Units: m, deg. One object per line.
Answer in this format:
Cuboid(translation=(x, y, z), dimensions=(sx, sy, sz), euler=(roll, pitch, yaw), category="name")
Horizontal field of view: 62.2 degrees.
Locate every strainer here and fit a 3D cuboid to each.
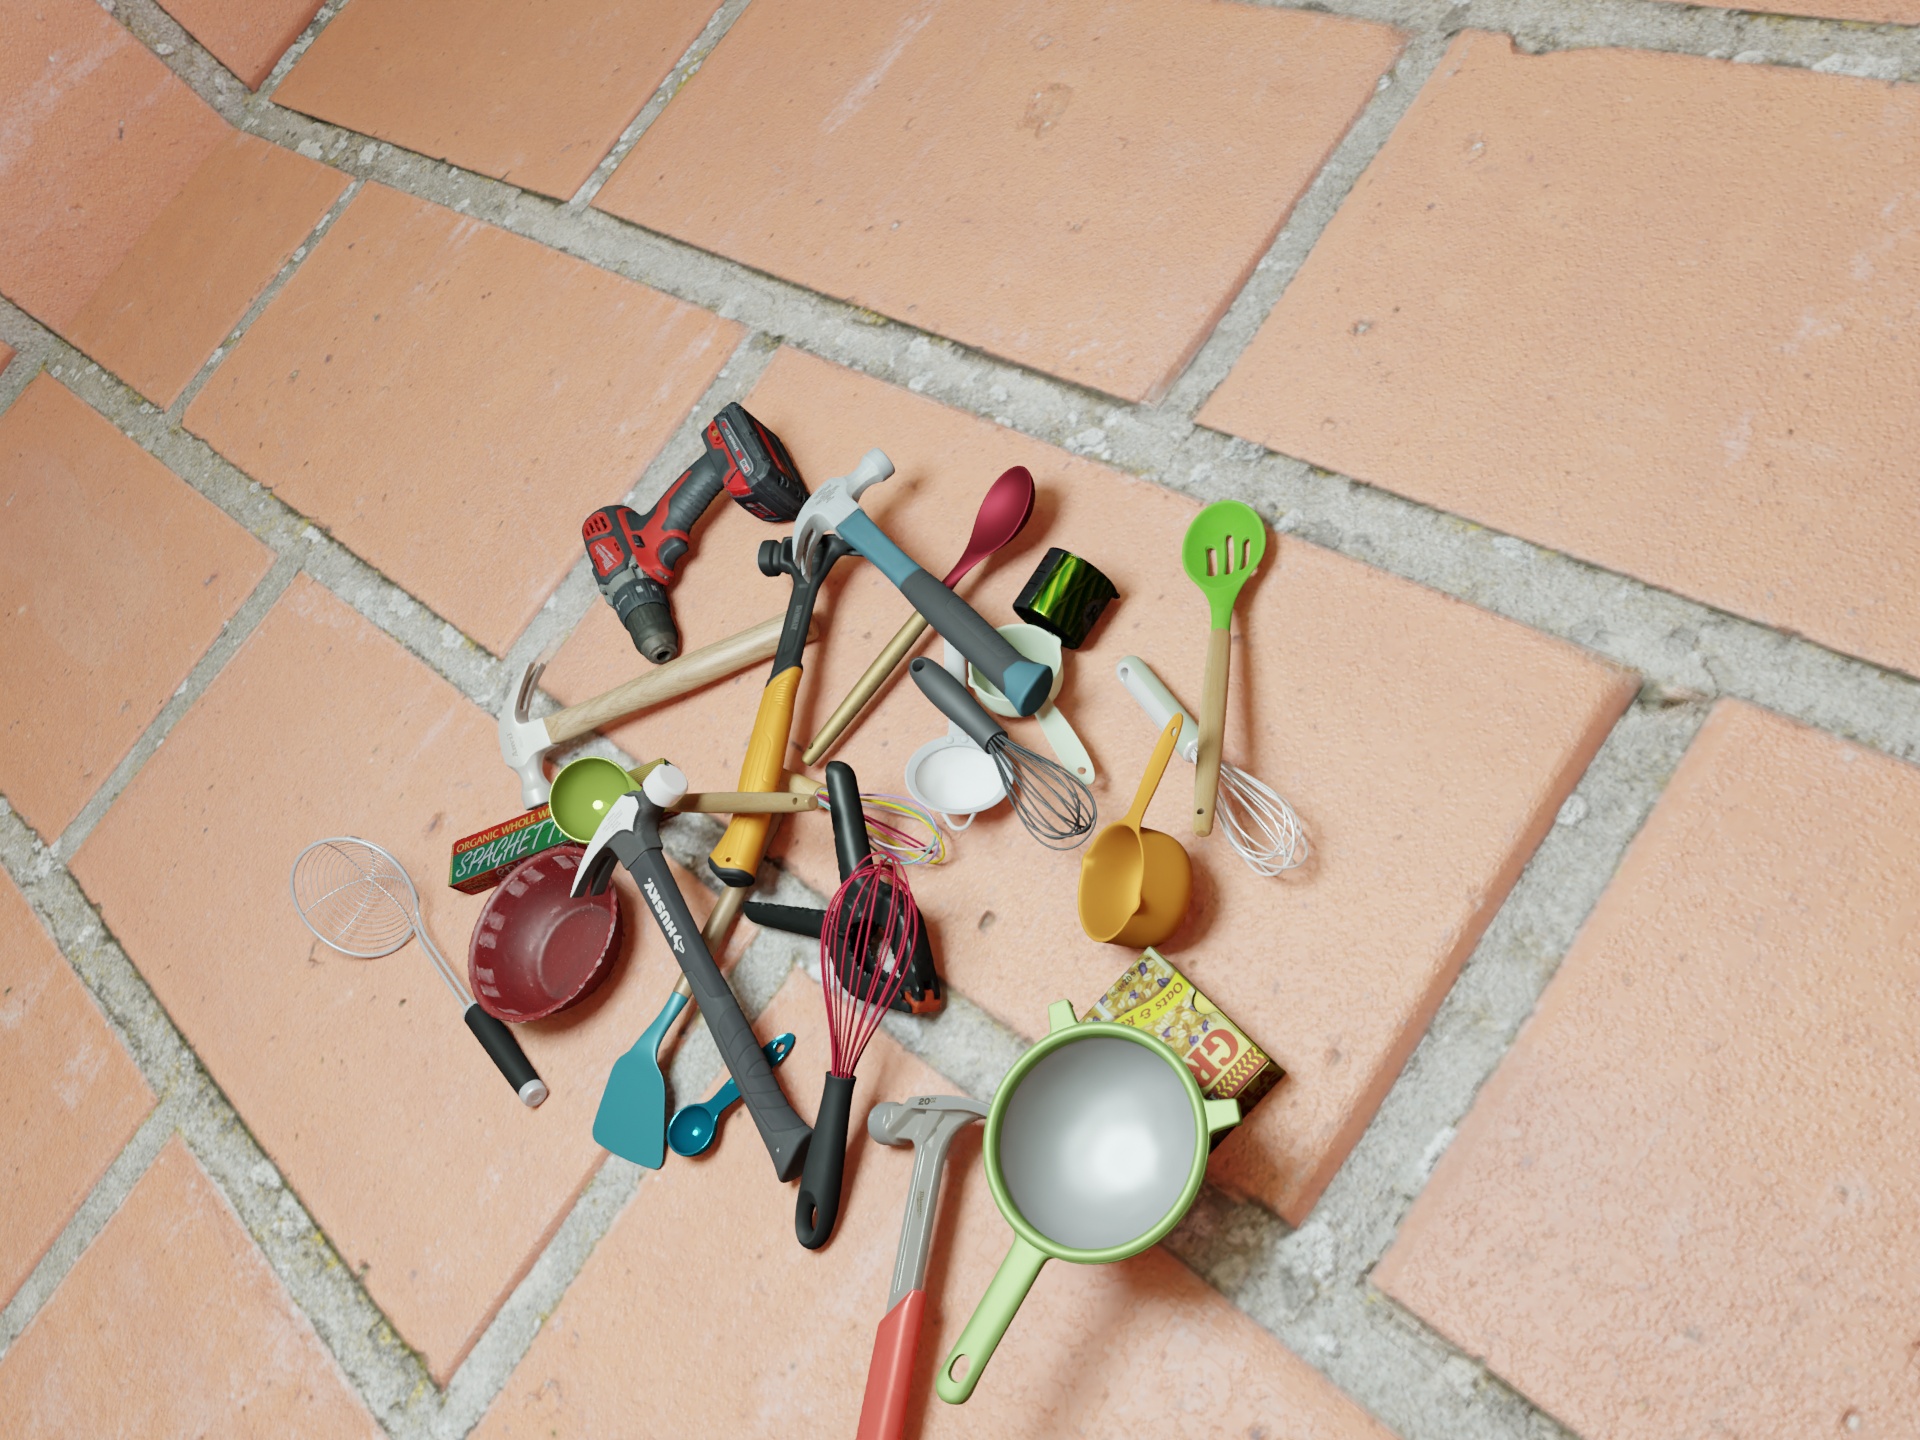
Cuboid(translation=(0.068, 0.319, 1.013), dimensions=(0.152, 0.069, 0.256), euler=(26, 79, 35), category="strainer")
Cuboid(translation=(-0.002, -0.004, 1.314), dimensions=(0.087, 0.050, 0.259), euler=(-1, 53, -1), category="strainer")

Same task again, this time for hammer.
Cuboid(translation=(-0.285, -0.034, 1.485), dimensions=(0.331, 0.031, 0.130), euler=(-22, 83, 12), category="hammer")
Cuboid(translation=(-0.204, 0.209, 1.256), dimensions=(0.146, 0.035, 0.335), euler=(-44, 65, 28), category="hammer")
Cuboid(translation=(-0.031, -0.110, 1.326), dimensions=(0.128, 0.033, 0.331), euler=(-40, 52, -7), category="hammer")
Cuboid(translation=(-0.150, -0.015, 1.370), dimensions=(0.127, 0.034, 0.337), euler=(-1, 62, 23), category="hammer")
Cuboid(translation=(-0.040, 0.432, 1.063), dimensions=(0.149, 0.036, 0.359), euler=(-15, 56, 49), category="hammer")

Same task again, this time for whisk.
Cuboid(translation=(0.026, 0.019, 1.241), dimensions=(0.055, 0.055, 0.239), euler=(-45, 51, 1), category="whisk")
Cuboid(translation=(-0.084, 0.242, 1.169), dimensions=(0.073, 0.073, 0.296), euler=(10, 88, 35), category="whisk")
Cuboid(translation=(0.180, 0.027, 1.184), dimensions=(0.247, 0.059, 0.057), euler=(56, 142, 44), category="whisk")
Cuboid(translation=(-0.102, 0.073, 1.330), dimensions=(0.245, 0.047, 0.051), euler=(18, 75, 42), category="whisk")

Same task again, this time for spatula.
Cuboid(translation=(-0.217, 0.210, 1.329), dimensions=(0.082, 0.044, 0.318), euler=(11, 64, 35), category="spatula")

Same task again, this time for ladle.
Cuboid(translation=(-0.035, -0.086, 1.366), dimensions=(0.315, 0.031, 0.069), euler=(-51, 34, 0), category="ladle")
Cuboid(translation=(-0.235, 0.067, 1.321), dimensions=(0.320, 0.062, 0.078), euler=(-3, 77, 45), category="ladle")

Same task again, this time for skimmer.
Cuboid(translation=(-0.495, 0.232, 1.437), dimensions=(0.364, 0.090, 0.127), euler=(38, 118, 37), category="skimmer")

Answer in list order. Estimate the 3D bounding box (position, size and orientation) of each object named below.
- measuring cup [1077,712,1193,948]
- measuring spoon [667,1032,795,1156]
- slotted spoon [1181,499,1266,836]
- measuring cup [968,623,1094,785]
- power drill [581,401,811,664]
Cuboid(translation=(0.142, 0.081, 1.132), dimensions=(0.173, 0.052, 0.095), euler=(-69, 24, 8), category="measuring cup")
Cuboid(translation=(-0.177, 0.297, 1.261), dimensions=(0.128, 0.021, 0.042), euler=(-42, 50, -9), category="measuring spoon")
Cuboid(translation=(0.192, -0.045, 1.198), dimensions=(0.070, 0.031, 0.314), euler=(-10, 48, 27), category="slotted spoon")
Cuboid(translation=(0.066, -0.005, 1.272), dimensions=(0.083, 0.038, 0.168), euler=(-27, 58, -6), category="measuring cup")
Cuboid(translation=(-0.258, -0.178, 1.547), dimensions=(0.226, 0.080, 0.188), euler=(-36, 58, 13), category="power drill")
